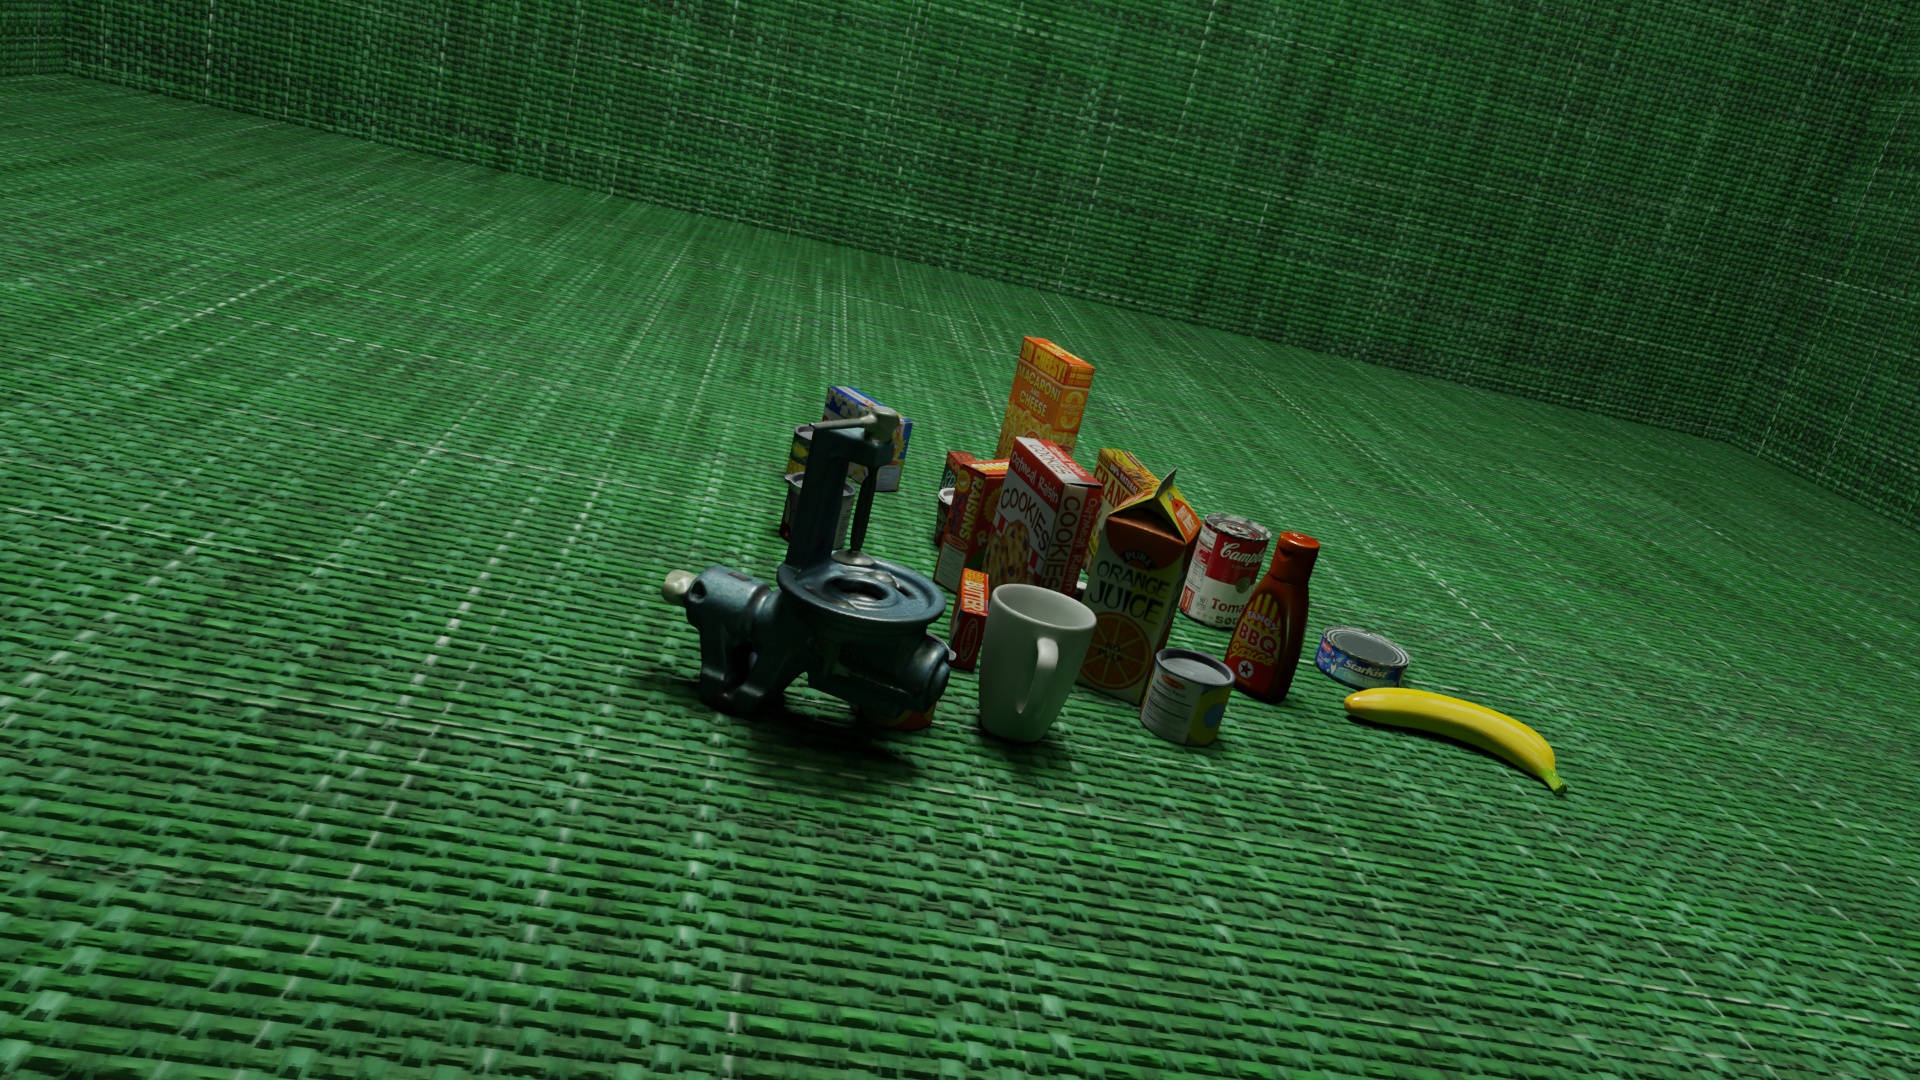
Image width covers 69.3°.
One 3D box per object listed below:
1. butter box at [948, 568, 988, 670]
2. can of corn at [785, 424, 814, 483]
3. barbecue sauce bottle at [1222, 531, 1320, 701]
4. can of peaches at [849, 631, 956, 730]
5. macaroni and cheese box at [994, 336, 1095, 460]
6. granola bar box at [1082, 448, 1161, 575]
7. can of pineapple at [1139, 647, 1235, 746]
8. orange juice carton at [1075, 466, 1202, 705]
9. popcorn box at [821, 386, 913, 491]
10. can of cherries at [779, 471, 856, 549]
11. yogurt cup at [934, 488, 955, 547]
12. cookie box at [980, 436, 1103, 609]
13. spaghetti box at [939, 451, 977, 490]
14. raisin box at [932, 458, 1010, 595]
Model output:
[{"bbox_3d":[0.007,0.066,1.195,0.024,0.053,0.104,13,19,-3],"label":"butter box"},{"bbox_3d":[-0.153,-0.087,1.514,0.071,0.058,0.071,13,19,-4],"label":"can of corn"},{"bbox_3d":[0.282,0.066,1.243,0.044,0.148,0.065,-4,25,-43],"label":"barbecue sauce bottle"},{"bbox_3d":[-0.044,0.103,1.046,0.071,0.057,0.071,13,19,-4],"label":"can of peaches"},{"bbox_3d":[0.103,-0.156,1.722,0.040,0.165,0.124,4,21,-28],"label":"macaroni and cheese box"},{"bbox_3d":[0.169,-0.010,1.419,0.039,0.123,0.166,8,19,-17],"label":"granola bar box"},{"bbox_3d":[0.187,0.128,1.139,0.071,0.057,0.071,13,19,-4],"label":"can of pineapple"},{"bbox_3d":[0.151,0.032,1.178,0.073,0.192,0.072,19,19,16],"label":"orange juice carton"},{"bbox_3d":[-0.112,-0.117,1.586,0.038,0.085,0.127,-2,24,-40],"label":"popcorn box"},{"bbox_3d":[-0.142,-0.029,1.355,0.071,0.058,0.072,13,19,-4],"label":"can of cherries"},{"bbox_3d":[0.005,-0.018,1.434,0.072,0.053,0.072,13,19,-4],"label":"yogurt cup"},{"bbox_3d":[0.067,0.006,1.234,0.040,0.166,0.123,6,20,-22],"label":"cookie box"},{"bbox_3d":[0.031,-0.034,1.505,0.029,0.050,0.251,6,20,-22],"label":"spaghetti box"},{"bbox_3d":[0.027,-0.014,1.331,0.086,0.123,0.040,-6,27,-46],"label":"raisin box"}]
